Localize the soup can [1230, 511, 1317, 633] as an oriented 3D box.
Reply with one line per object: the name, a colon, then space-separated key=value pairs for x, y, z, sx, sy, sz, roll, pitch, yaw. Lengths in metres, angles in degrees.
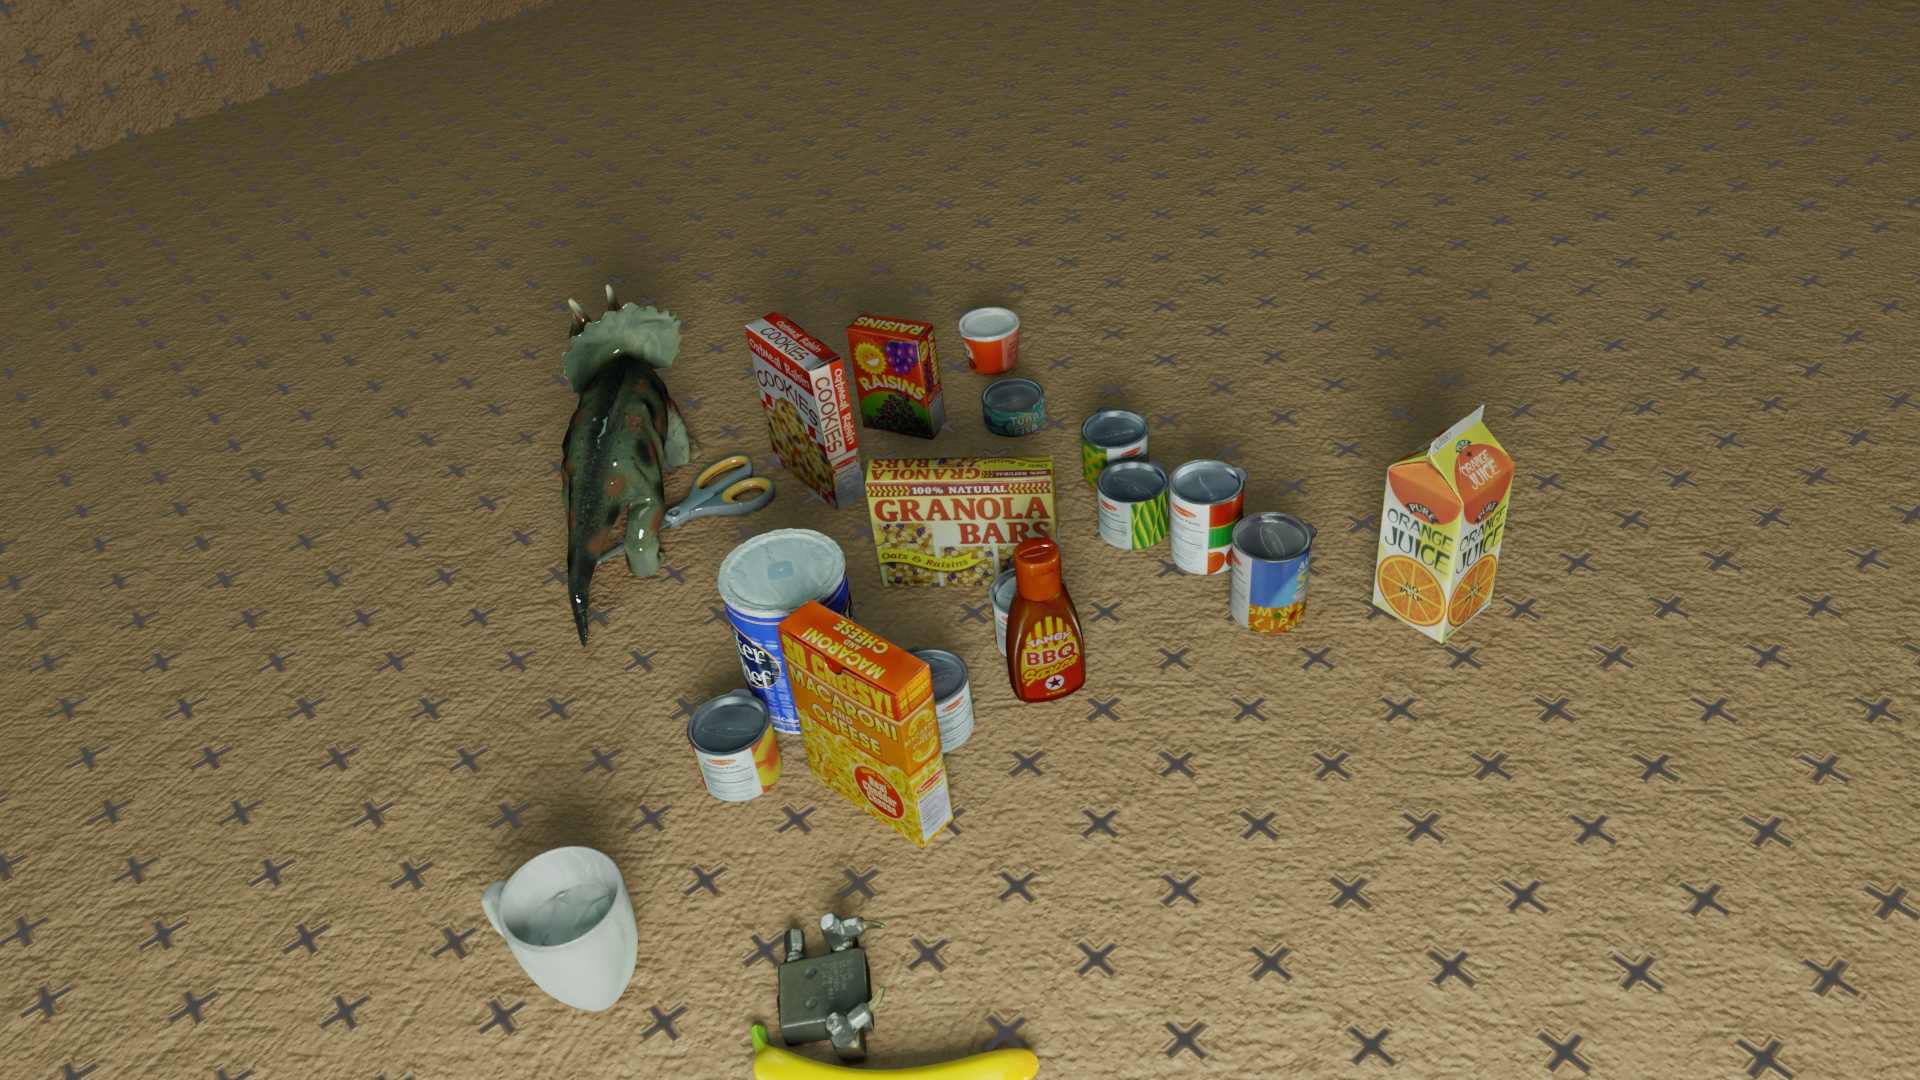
soup can: x=0.267 y=0.028 z=1.188 sx=0.071 sy=0.083 sz=0.072 roll=-4 pitch=39 yaw=4

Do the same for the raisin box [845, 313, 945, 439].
raisin box: x=-0.067 y=-0.172 z=1.455 sx=0.086 sy=0.122 sz=0.040 roll=13 pitch=43 yaw=23

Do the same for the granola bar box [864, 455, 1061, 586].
granola bar box: x=0.004 y=-0.016 z=1.251 sx=0.165 sy=0.123 sz=0.039 roll=-1 pitch=39 yaw=8

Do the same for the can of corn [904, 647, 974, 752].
can of corn: x=-0.025 y=0.129 z=1.129 sx=0.071 sy=0.058 sz=0.071 roll=-4 pitch=39 yaw=4

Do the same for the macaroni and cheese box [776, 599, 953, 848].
macaroni and cheese box: x=-0.070 y=0.138 z=1.039 sx=0.124 sy=0.165 sz=0.040 roll=25 pitch=49 yaw=34

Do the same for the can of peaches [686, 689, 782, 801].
can of peaches: x=-0.179 y=0.164 z=1.111 sx=0.071 sy=0.057 sz=0.071 roll=-4 pitch=39 yaw=4

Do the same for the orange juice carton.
orange juice carton: x=0.396 y=-0.018 z=1.138 sx=0.072 sy=0.191 sz=0.073 roll=-31 pitch=44 yaw=-27

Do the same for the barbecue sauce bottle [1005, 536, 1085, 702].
barbecue sauce bottle: x=0.066 y=0.064 z=1.123 sx=0.065 sy=0.147 sz=0.044 roll=-14 pitch=39 yaw=-8

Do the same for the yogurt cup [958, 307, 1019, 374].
yogurt cup: x=0.034 y=-0.222 z=1.557 sx=0.072 sy=0.053 sz=0.073 roll=-4 pitch=39 yaw=4

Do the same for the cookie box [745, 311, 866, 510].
cookie box: x=-0.153 y=-0.129 z=1.382 sx=0.040 sy=0.166 sz=0.123 roll=-29 pitch=44 yaw=-25

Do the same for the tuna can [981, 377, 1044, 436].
tuna can: x=0.057 y=-0.140 z=1.468 sx=0.071 sy=0.032 sz=0.071 roll=-4 pitch=39 yaw=4

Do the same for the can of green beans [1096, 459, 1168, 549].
can of green beans: x=0.162 y=-0.033 z=1.301 sx=0.071 sy=0.057 sz=0.071 roll=-4 pitch=39 yaw=4

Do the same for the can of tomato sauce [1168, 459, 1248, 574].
can of tomato sauce: x=0.224 y=-0.021 z=1.256 sx=0.071 sy=0.082 sz=0.071 roll=-4 pitch=39 yaw=4

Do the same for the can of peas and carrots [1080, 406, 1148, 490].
can of peas and carrots: x=0.152 y=-0.089 z=1.370 sx=0.071 sy=0.058 sz=0.071 roll=-4 pitch=39 yaw=4

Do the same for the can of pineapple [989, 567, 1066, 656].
can of pineapple: x=0.061 y=0.063 z=1.198 sx=0.071 sy=0.057 sz=0.071 roll=-4 pitch=39 yaw=4
